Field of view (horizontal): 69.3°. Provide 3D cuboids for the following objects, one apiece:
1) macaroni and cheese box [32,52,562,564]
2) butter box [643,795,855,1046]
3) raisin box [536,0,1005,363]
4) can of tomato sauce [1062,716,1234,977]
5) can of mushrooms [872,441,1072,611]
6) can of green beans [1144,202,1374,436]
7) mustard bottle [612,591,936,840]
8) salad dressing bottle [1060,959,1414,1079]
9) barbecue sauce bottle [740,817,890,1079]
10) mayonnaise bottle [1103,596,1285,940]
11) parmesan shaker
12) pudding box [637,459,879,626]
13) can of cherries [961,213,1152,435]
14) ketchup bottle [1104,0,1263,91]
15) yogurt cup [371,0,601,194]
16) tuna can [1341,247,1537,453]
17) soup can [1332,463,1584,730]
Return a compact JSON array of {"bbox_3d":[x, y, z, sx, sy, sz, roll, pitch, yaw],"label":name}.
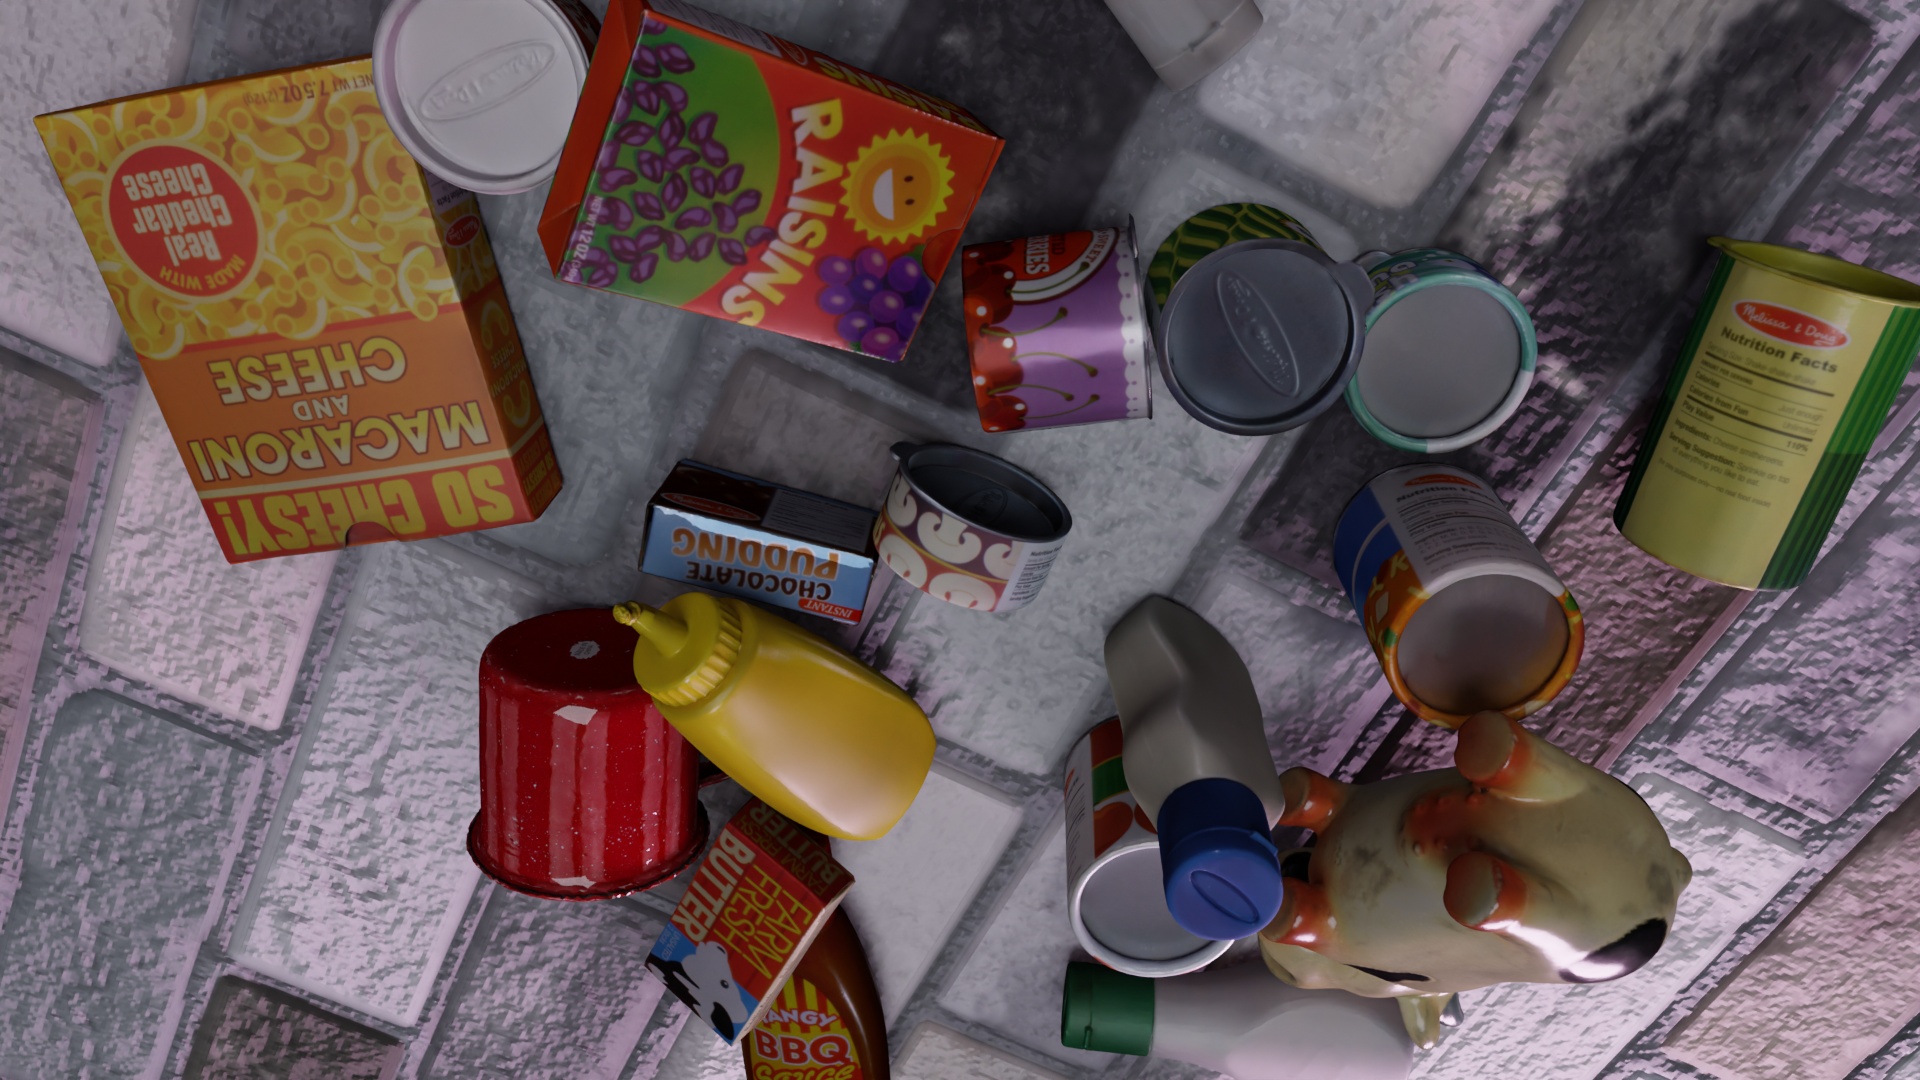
[{"bbox_3d":[-0.227,-0.078,0.492,0.124,0.040,0.165,-8,114,7],"label":"macaroni and cheese box"},{"bbox_3d":[-0.086,0.153,0.557,0.053,0.024,0.103,38,124,11],"label":"butter box"},{"bbox_3d":[-0.059,-0.113,0.441,0.123,0.040,0.085,10,118,-34],"label":"raisin box"},{"bbox_3d":[0.076,0.118,0.545,0.071,0.083,0.071,1,115,3],"label":"can of tomato sauce"},{"bbox_3d":[0.002,-0.006,0.501,0.071,0.071,0.033,20,115,-6],"label":"can of mushrooms"},{"bbox_3d":[0.097,-0.076,0.468,0.071,0.058,0.071,1,115,2],"label":"can of green beans"},{"bbox_3d":[-0.071,0.057,0.505,0.160,0.049,0.065,45,71,-44],"label":"mustard bottle"},{"bbox_3d":[0.119,0.210,0.609,0.148,0.044,0.064,6,117,1],"label":"salad dressing bottle"},{"bbox_3d":[-0.068,0.192,0.608,0.065,0.044,0.147,0,115,10],"label":"barbecue sauce bottle"},{"bbox_3d":[0.083,0.077,0.490,0.064,0.149,0.041,39,111,-14],"label":"mayonnaise bottle"},{"bbox_3d":[0.271,-0.044,0.473,0.071,0.071,0.102,10,116,-2],"label":"parmesan shaker"},{"bbox_3d":[-0.072,0.000,0.516,0.084,0.050,0.030,15,111,-5],"label":"pudding box"},{"bbox_3d":[0.033,-0.073,0.468,0.058,0.072,0.071,-5,115,7],"label":"can of cherries"},{"bbox_3d":[0.035,-0.206,0.419,0.064,0.044,0.148,-35,109,18],"label":"ketchup bottle"},{"bbox_3d":[-0.145,-0.150,0.447,0.072,0.054,0.072,1,115,2],"label":"yogurt cup"},{"bbox_3d":[0.161,-0.067,0.483,0.071,0.033,0.070,1,115,2],"label":"tuna can"},{"bbox_3d":[0.174,0.021,0.495,0.071,0.084,0.071,1,116,2],"label":"soup can"}]
